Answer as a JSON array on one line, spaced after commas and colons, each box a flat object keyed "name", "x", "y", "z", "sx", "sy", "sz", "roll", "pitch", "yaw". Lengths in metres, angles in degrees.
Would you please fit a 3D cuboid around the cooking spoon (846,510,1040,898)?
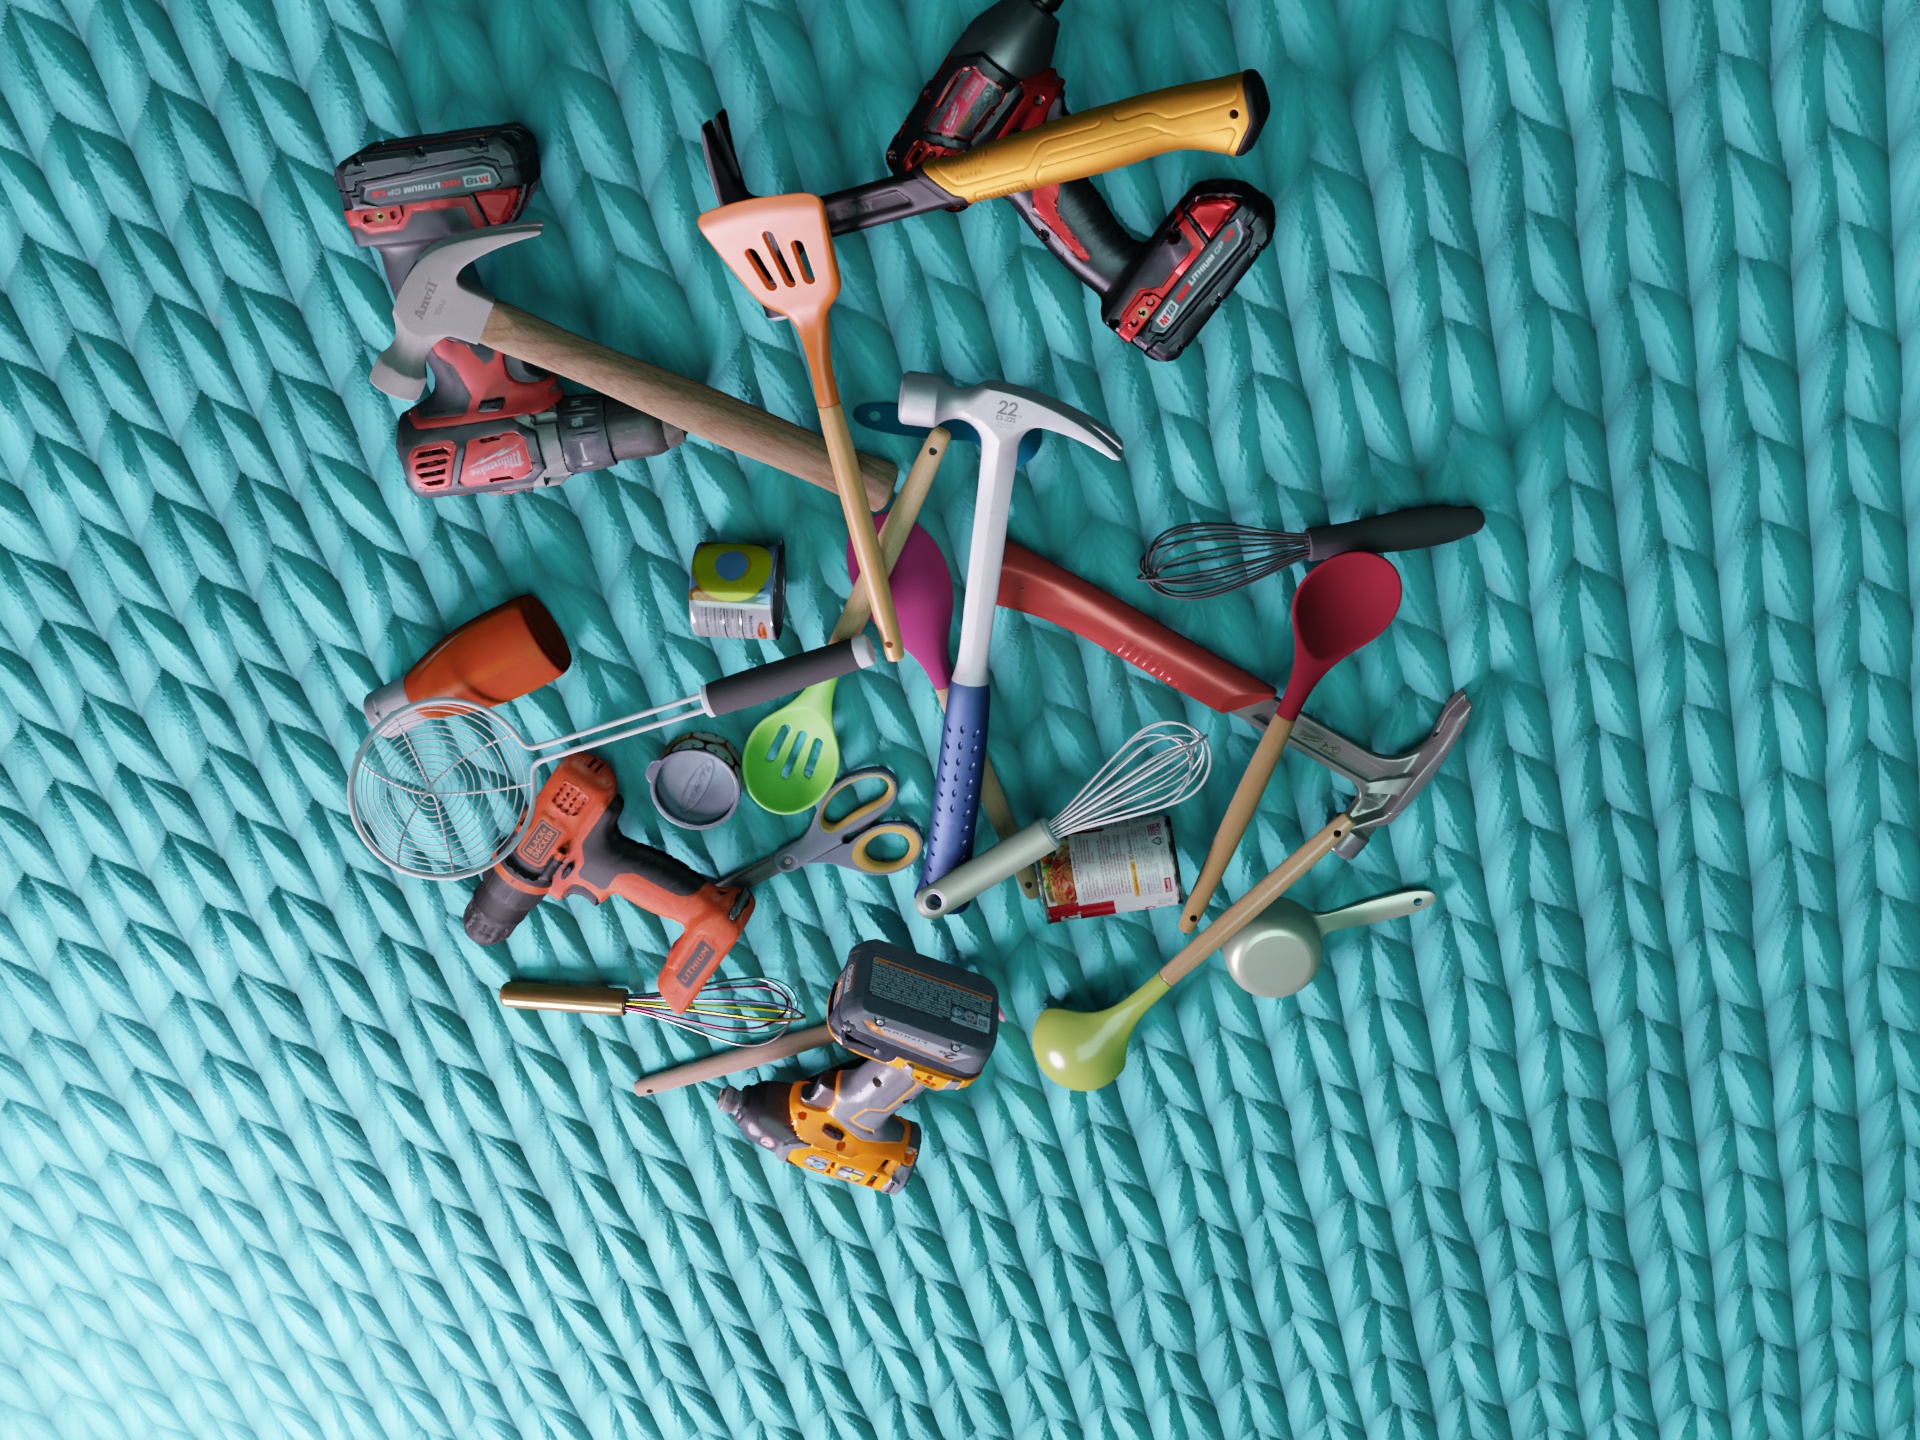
[{"name": "cooking spoon", "x": -0.002, "y": -0.004, "z": 1.153, "sx": 0.069, "sy": 0.017, "sz": 0.318, "roll": -19, "pitch": 111, "yaw": 10}]

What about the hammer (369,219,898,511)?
[{"name": "hammer", "x": -0.189, "y": -0.210, "z": 1.010, "sx": 0.331, "sy": 0.031, "sz": 0.130, "roll": 19, "pitch": 113, "yaw": -25}]

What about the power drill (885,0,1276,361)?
[{"name": "power drill", "x": 0.078, "y": -0.334, "z": 0.968, "sx": 0.219, "sy": 0.079, "sz": 0.143, "roll": 35, "pitch": 116, "yaw": -9}]

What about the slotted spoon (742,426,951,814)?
[{"name": "slotted spoon", "x": -0.075, "y": -0.065, "z": 1.112, "sx": 0.070, "sy": 0.031, "sz": 0.313, "roll": 25, "pitch": 116, "yaw": -5}]

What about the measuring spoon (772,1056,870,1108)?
[{"name": "measuring spoon", "x": -0.113, "y": 0.291, "z": 1.296, "sx": 0.124, "sy": 0.018, "sz": 0.034, "roll": -20, "pitch": 112, "yaw": 3}]

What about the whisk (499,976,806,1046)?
[{"name": "whisk", "x": -0.243, "y": 0.222, "z": 1.251, "sx": 0.245, "sy": 0.047, "sz": 0.051, "roll": 3, "pitch": 116, "yaw": 4}]

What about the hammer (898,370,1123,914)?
[{"name": "hammer", "x": 0.014, "y": -0.035, "z": 1.094, "sx": 0.144, "sy": 0.035, "sz": 0.405, "roll": 9, "pitch": 121, "yaw": 3}]

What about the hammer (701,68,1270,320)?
[{"name": "hammer", "x": 0.010, "y": -0.325, "z": 0.921, "sx": 0.337, "sy": 0.034, "sz": 0.127, "roll": -5, "pitch": 123, "yaw": 25}]

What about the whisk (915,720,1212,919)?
[{"name": "whisk", "x": 0.071, "y": 0.075, "z": 1.128, "sx": 0.246, "sy": 0.059, "sz": 0.058, "roll": -32, "pitch": 88, "yaw": 14}]

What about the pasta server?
[{"name": "pasta server", "x": -0.117, "y": 0.258, "z": 1.265, "sx": 0.316, "sy": 0.040, "sz": 0.060, "roll": -18, "pitch": 123, "yaw": 11}]

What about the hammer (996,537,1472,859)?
[{"name": "hammer", "x": 0.178, "y": -0.038, "z": 1.122, "sx": 0.359, "sy": 0.037, "sz": 0.149, "roll": 29, "pitch": 112, "yaw": -11}]

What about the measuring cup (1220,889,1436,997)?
[{"name": "measuring cup", "x": 0.281, "y": 0.163, "z": 1.207, "sx": 0.167, "sy": 0.038, "sz": 0.083, "roll": -18, "pitch": 113, "yaw": 12}]

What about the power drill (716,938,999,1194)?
[{"name": "power drill", "x": -0.081, "y": 0.268, "z": 1.208, "sx": 0.164, "sy": 0.084, "sz": 0.226, "roll": 21, "pitch": 129, "yaw": -12}]

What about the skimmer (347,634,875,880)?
[{"name": "skimmer", "x": -0.236, "y": 0.009, "z": 1.090, "sx": 0.363, "sy": 0.090, "sz": 0.127, "roll": -17, "pitch": 96, "yaw": 9}]

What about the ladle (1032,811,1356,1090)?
[{"name": "ladle", "x": 0.175, "y": 0.173, "z": 1.201, "sx": 0.078, "sy": 0.062, "sz": 0.320, "roll": 43, "pitch": 109, "yaw": -7}]

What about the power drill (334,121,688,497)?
[{"name": "power drill", "x": -0.284, "y": -0.257, "z": 1.018, "sx": 0.188, "sy": 0.080, "sz": 0.226, "roll": -8, "pitch": 118, "yaw": -2}]

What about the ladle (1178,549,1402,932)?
[{"name": "ladle", "x": 0.218, "y": 0.020, "z": 1.111, "sx": 0.069, "sy": 0.031, "sz": 0.315, "roll": 19, "pitch": 113, "yaw": -6}]

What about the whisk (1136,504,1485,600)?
[{"name": "whisk", "x": 0.237, "y": -0.119, "z": 1.081, "sx": 0.239, "sy": 0.055, "sz": 0.055, "roll": -9, "pitch": 114, "yaw": 1}]

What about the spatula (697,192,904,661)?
[{"name": "spatula", "x": -0.081, "y": -0.176, "z": 1.017, "sx": 0.081, "sy": 0.041, "sz": 0.322, "roll": -4, "pitch": 120, "yaw": 18}]

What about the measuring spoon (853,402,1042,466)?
[{"name": "measuring spoon", "x": -0.009, "y": -0.194, "z": 1.064, "sx": 0.128, "sy": 0.021, "sz": 0.042, "roll": 8, "pitch": 114, "yaw": -3}]
